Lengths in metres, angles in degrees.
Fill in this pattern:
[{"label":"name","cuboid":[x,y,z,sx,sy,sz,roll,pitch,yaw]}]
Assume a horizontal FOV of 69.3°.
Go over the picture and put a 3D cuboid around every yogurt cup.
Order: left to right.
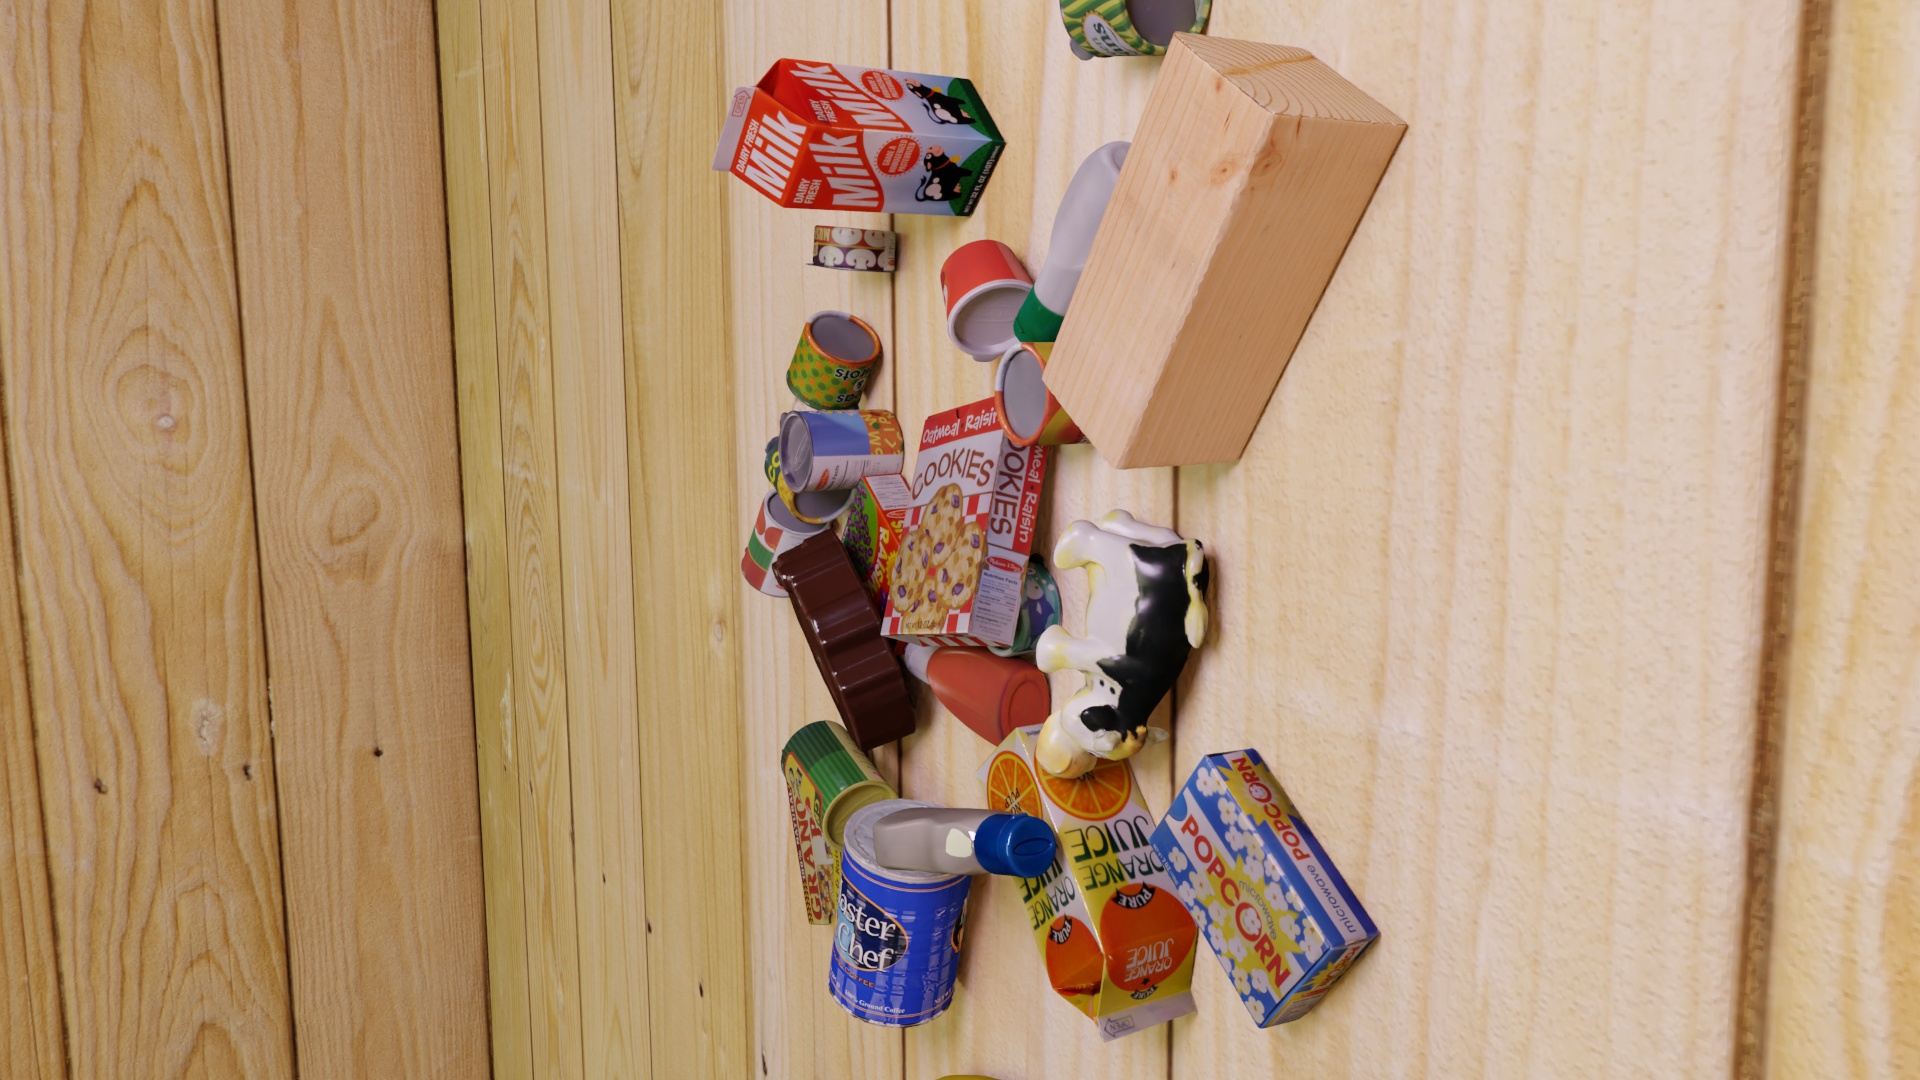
[{"label":"yogurt cup","cuboid":[0.019,-0.167,0.944,0.072,0.072,0.054,119,144,-44]}]

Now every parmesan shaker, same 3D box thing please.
[{"label":"parmesan shaker","cuboid":[-0.099,0.202,1.139,0.103,0.071,0.071,39,127,55]}]

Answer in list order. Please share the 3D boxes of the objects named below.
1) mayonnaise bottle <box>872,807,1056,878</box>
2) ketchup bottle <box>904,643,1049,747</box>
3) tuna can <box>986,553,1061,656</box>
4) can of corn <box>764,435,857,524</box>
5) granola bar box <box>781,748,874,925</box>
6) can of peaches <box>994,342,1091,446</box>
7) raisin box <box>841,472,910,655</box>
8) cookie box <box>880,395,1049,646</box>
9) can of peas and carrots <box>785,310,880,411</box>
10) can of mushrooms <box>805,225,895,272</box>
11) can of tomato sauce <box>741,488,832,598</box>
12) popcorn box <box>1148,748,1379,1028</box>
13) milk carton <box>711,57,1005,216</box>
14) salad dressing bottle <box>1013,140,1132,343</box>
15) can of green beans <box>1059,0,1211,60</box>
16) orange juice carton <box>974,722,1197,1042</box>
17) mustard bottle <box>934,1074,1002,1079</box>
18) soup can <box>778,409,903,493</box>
[{"label":"mayonnaise bottle","cuboid":[0.003,0.191,0.879,0.147,0.065,0.041,-15,80,57]},{"label":"ketchup bottle","cuboid":[0.008,0.103,1.018,0.149,0.044,0.064,22,114,57]},{"label":"tuna can","cuboid":[0.039,0.045,0.967,0.071,0.033,0.071,15,108,58]},{"label":"can of corn","cuboid":[-0.131,-0.057,1.208,0.058,0.071,0.070,50,135,43]},{"label":"granola bar box","cuboid":[-0.111,0.260,1.250,0.124,0.039,0.165,-27,70,58]},{"label":"can of peaches","cuboid":[0.063,-0.092,0.882,0.071,0.058,0.071,12,104,59]},{"label":"raisin box","cuboid":[-0.050,0.018,1.112,0.124,0.040,0.085,60,142,38]},{"label":"cookie box","cuboid":[0.003,-0.012,0.964,0.122,0.040,0.167,-9,67,59]},{"label":"can of peas and carrots","cuboid":[-0.104,-0.147,1.155,0.071,0.071,0.058,64,143,32]},{"label":"can of mushrooms","cuboid":[-0.087,-0.233,1.108,0.071,0.071,0.033,25,114,56]},{"label":"can of tomato sauce","cuboid":[-0.159,-0.001,1.268,0.071,0.071,0.082,61,141,35]},{"label":"popcorn box","cuboid":[0.164,0.191,0.769,0.127,0.038,0.084,60,142,36]},{"label":"milk carton","cuboid":[-0.074,-0.277,0.958,0.074,0.191,0.072,65,145,29]},{"label":"salad dressing bottle","cuboid":[0.076,-0.177,0.863,0.146,0.044,0.064,-58,47,48]},{"label":"can of green beans","cuboid":[0.099,-0.307,0.782,0.058,0.071,0.071,28,118,55]},{"label":"orange juice carton","cuboid":[0.083,0.212,0.877,0.072,0.072,0.193,-56,47,48]},{"label":"mustard bottle","cuboid":[0.007,0.440,1.063,0.160,0.049,0.065,-15,81,60]},{"label":"soup can","cuboid":[-0.099,-0.076,1.136,0.071,0.084,0.071,13,105,58]}]
